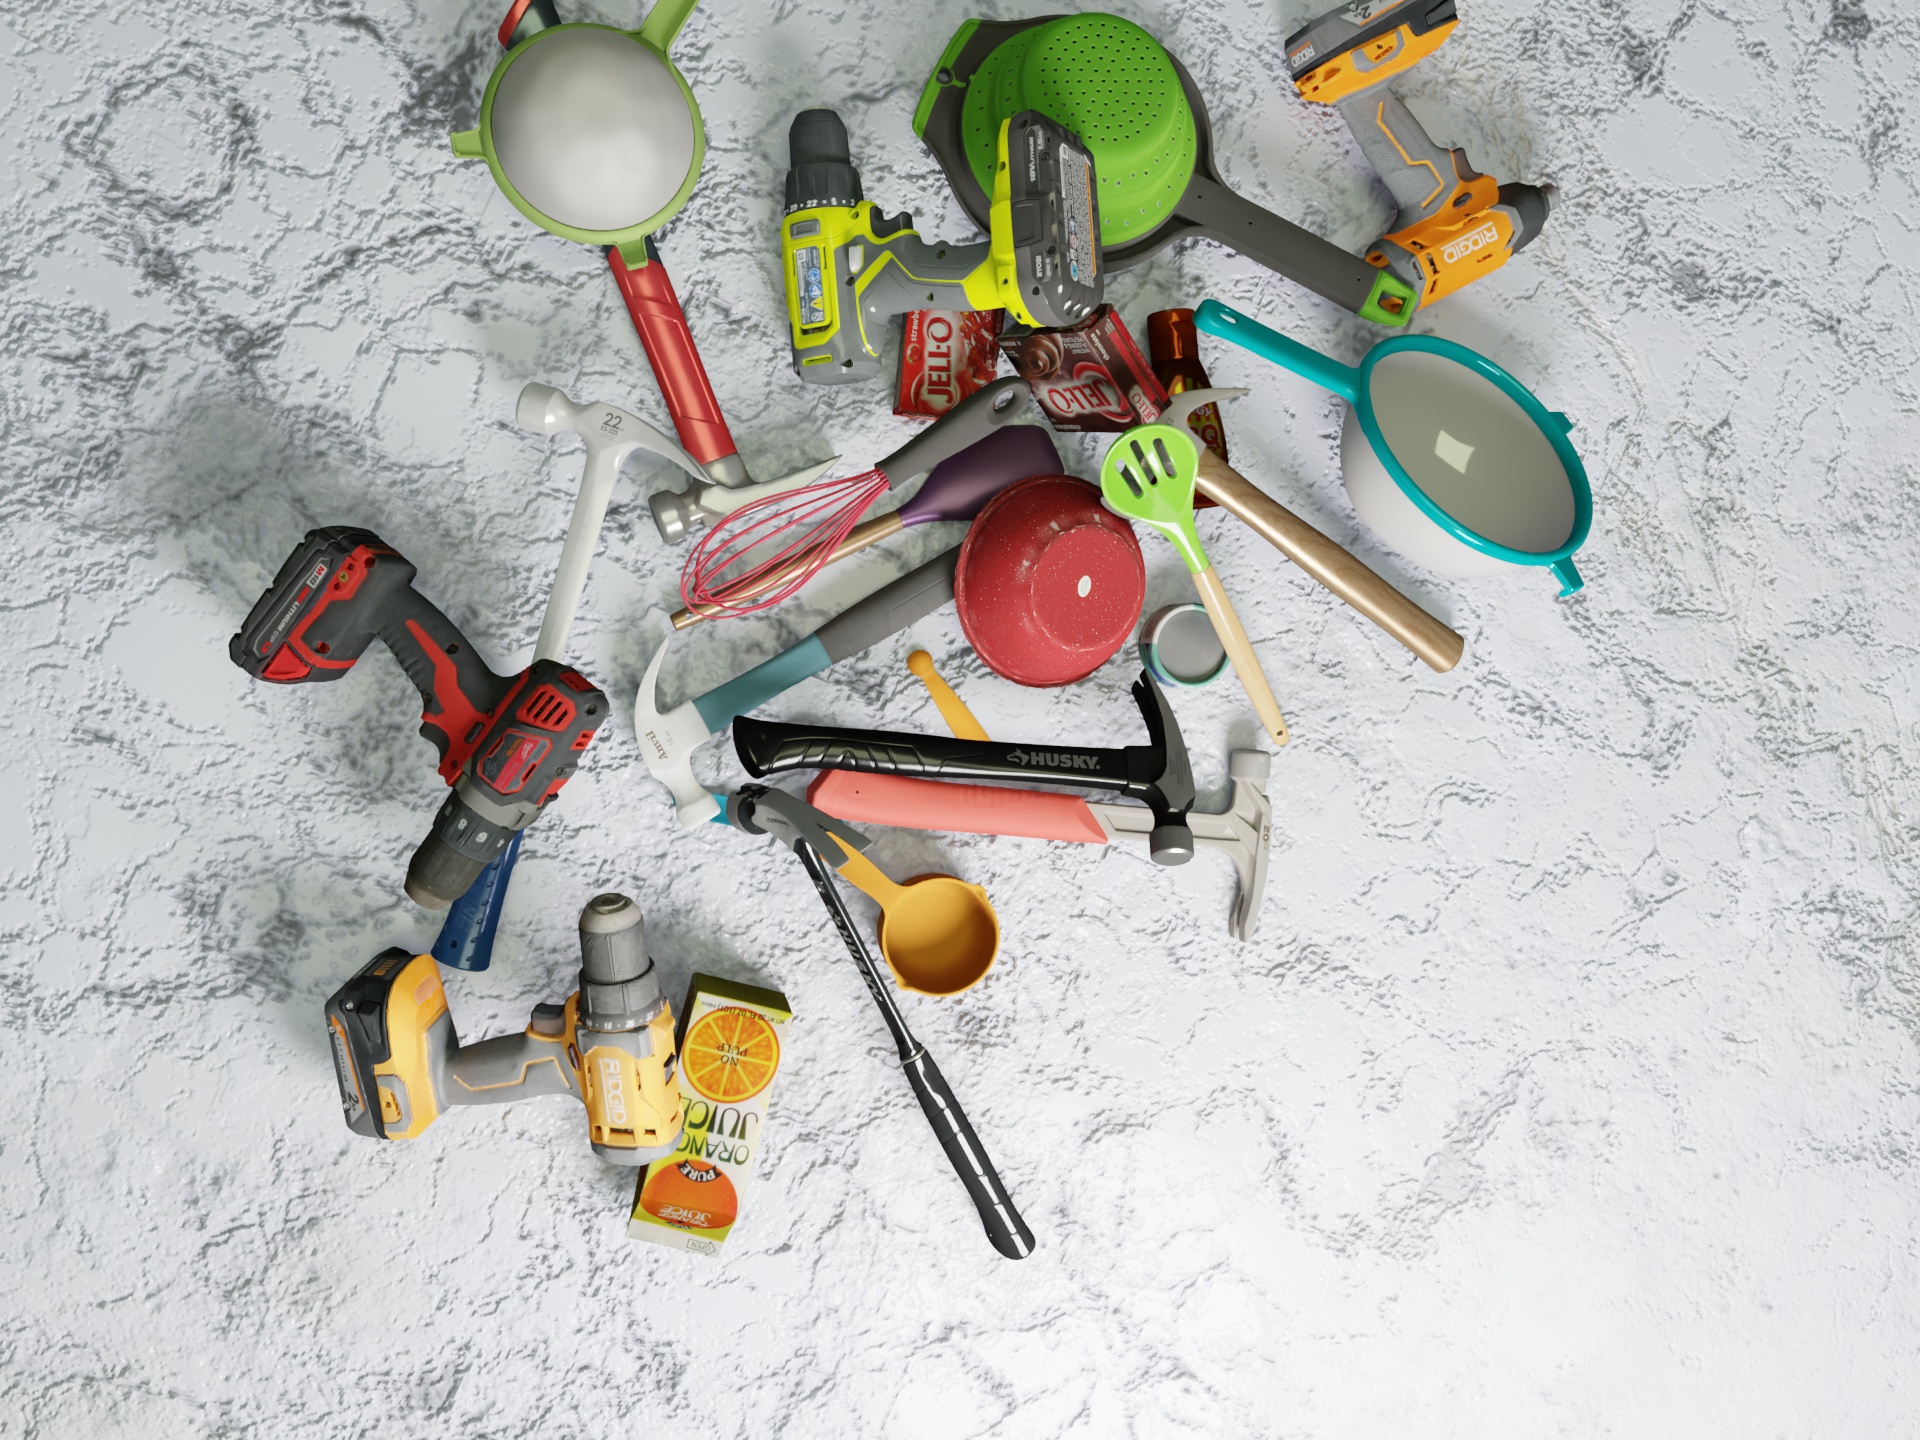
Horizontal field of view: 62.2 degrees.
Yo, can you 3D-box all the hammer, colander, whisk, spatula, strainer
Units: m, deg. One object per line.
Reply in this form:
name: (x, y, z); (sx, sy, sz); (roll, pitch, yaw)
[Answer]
hammer: (-0.038, 0.225, 1.134); (0.036, 0.149, 0.408); (-35, 112, -25)
colander: (0.164, -0.397, 1.142); (0.397, 0.094, 0.204); (26, 79, -4)
hammer: (0.004, 0.022, 1.143); (0.334, 0.035, 0.146); (5, 63, -11)
hammer: (-0.288, -0.021, 1.107); (0.144, 0.035, 0.405); (17, 94, 7)
hammer: (-0.216, -0.330, 1.128); (0.143, 0.038, 0.386); (-22, 96, -11)
hammer: (0.063, 0.081, 1.191); (0.359, 0.037, 0.149); (6, 91, -15)
whisk: (-0.071, -0.163, 1.130); (0.296, 0.073, 0.073); (-34, 98, -11)
spatula: (-0.069, -0.140, 1.174); (0.316, 0.018, 0.060); (-27, 93, -10)
strainer: (0.306, -0.207, 1.187); (0.340, 0.095, 0.211); (23, 52, -12)
strainer: (-0.218, -0.447, 1.069); (0.151, 0.069, 0.256); (32, 86, -12)
hammer: (-0.088, -0.058, 1.163); (0.331, 0.033, 0.128); (-31, 94, -10)
hammer: (0.261, -0.135, 1.203); (0.331, 0.031, 0.130); (32, 80, -21)

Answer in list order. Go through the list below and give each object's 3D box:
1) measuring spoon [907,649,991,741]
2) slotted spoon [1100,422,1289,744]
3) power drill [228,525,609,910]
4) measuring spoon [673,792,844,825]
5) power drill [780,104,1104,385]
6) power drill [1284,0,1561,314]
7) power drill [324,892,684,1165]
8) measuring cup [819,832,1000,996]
measuring spoon: (-0.002, -0.004, 1.196); (0.021, 0.011, 0.117); (-36, 98, -7)
slotted spoon: (0.181, -0.092, 1.158); (0.070, 0.031, 0.313); (-28, 125, 7)
power drill: (-0.370, -0.002, 1.064); (0.226, 0.080, 0.188); (37, 96, 2)
measuring spoon: (-0.148, 0.073, 1.172); (0.128, 0.021, 0.042); (13, 78, -2)
power drill: (-0.024, -0.342, 1.099); (0.228, 0.080, 0.190); (-2, 94, 28)
power drill: (0.359, -0.445, 1.215); (0.164, 0.084, 0.226); (-28, 102, -9)
power drill: (-0.300, 0.200, 1.061); (0.226, 0.084, 0.185); (1, 110, 10)
measuring cup: (-0.050, 0.130, 1.173); (0.173, 0.052, 0.095); (40, 85, -8)
